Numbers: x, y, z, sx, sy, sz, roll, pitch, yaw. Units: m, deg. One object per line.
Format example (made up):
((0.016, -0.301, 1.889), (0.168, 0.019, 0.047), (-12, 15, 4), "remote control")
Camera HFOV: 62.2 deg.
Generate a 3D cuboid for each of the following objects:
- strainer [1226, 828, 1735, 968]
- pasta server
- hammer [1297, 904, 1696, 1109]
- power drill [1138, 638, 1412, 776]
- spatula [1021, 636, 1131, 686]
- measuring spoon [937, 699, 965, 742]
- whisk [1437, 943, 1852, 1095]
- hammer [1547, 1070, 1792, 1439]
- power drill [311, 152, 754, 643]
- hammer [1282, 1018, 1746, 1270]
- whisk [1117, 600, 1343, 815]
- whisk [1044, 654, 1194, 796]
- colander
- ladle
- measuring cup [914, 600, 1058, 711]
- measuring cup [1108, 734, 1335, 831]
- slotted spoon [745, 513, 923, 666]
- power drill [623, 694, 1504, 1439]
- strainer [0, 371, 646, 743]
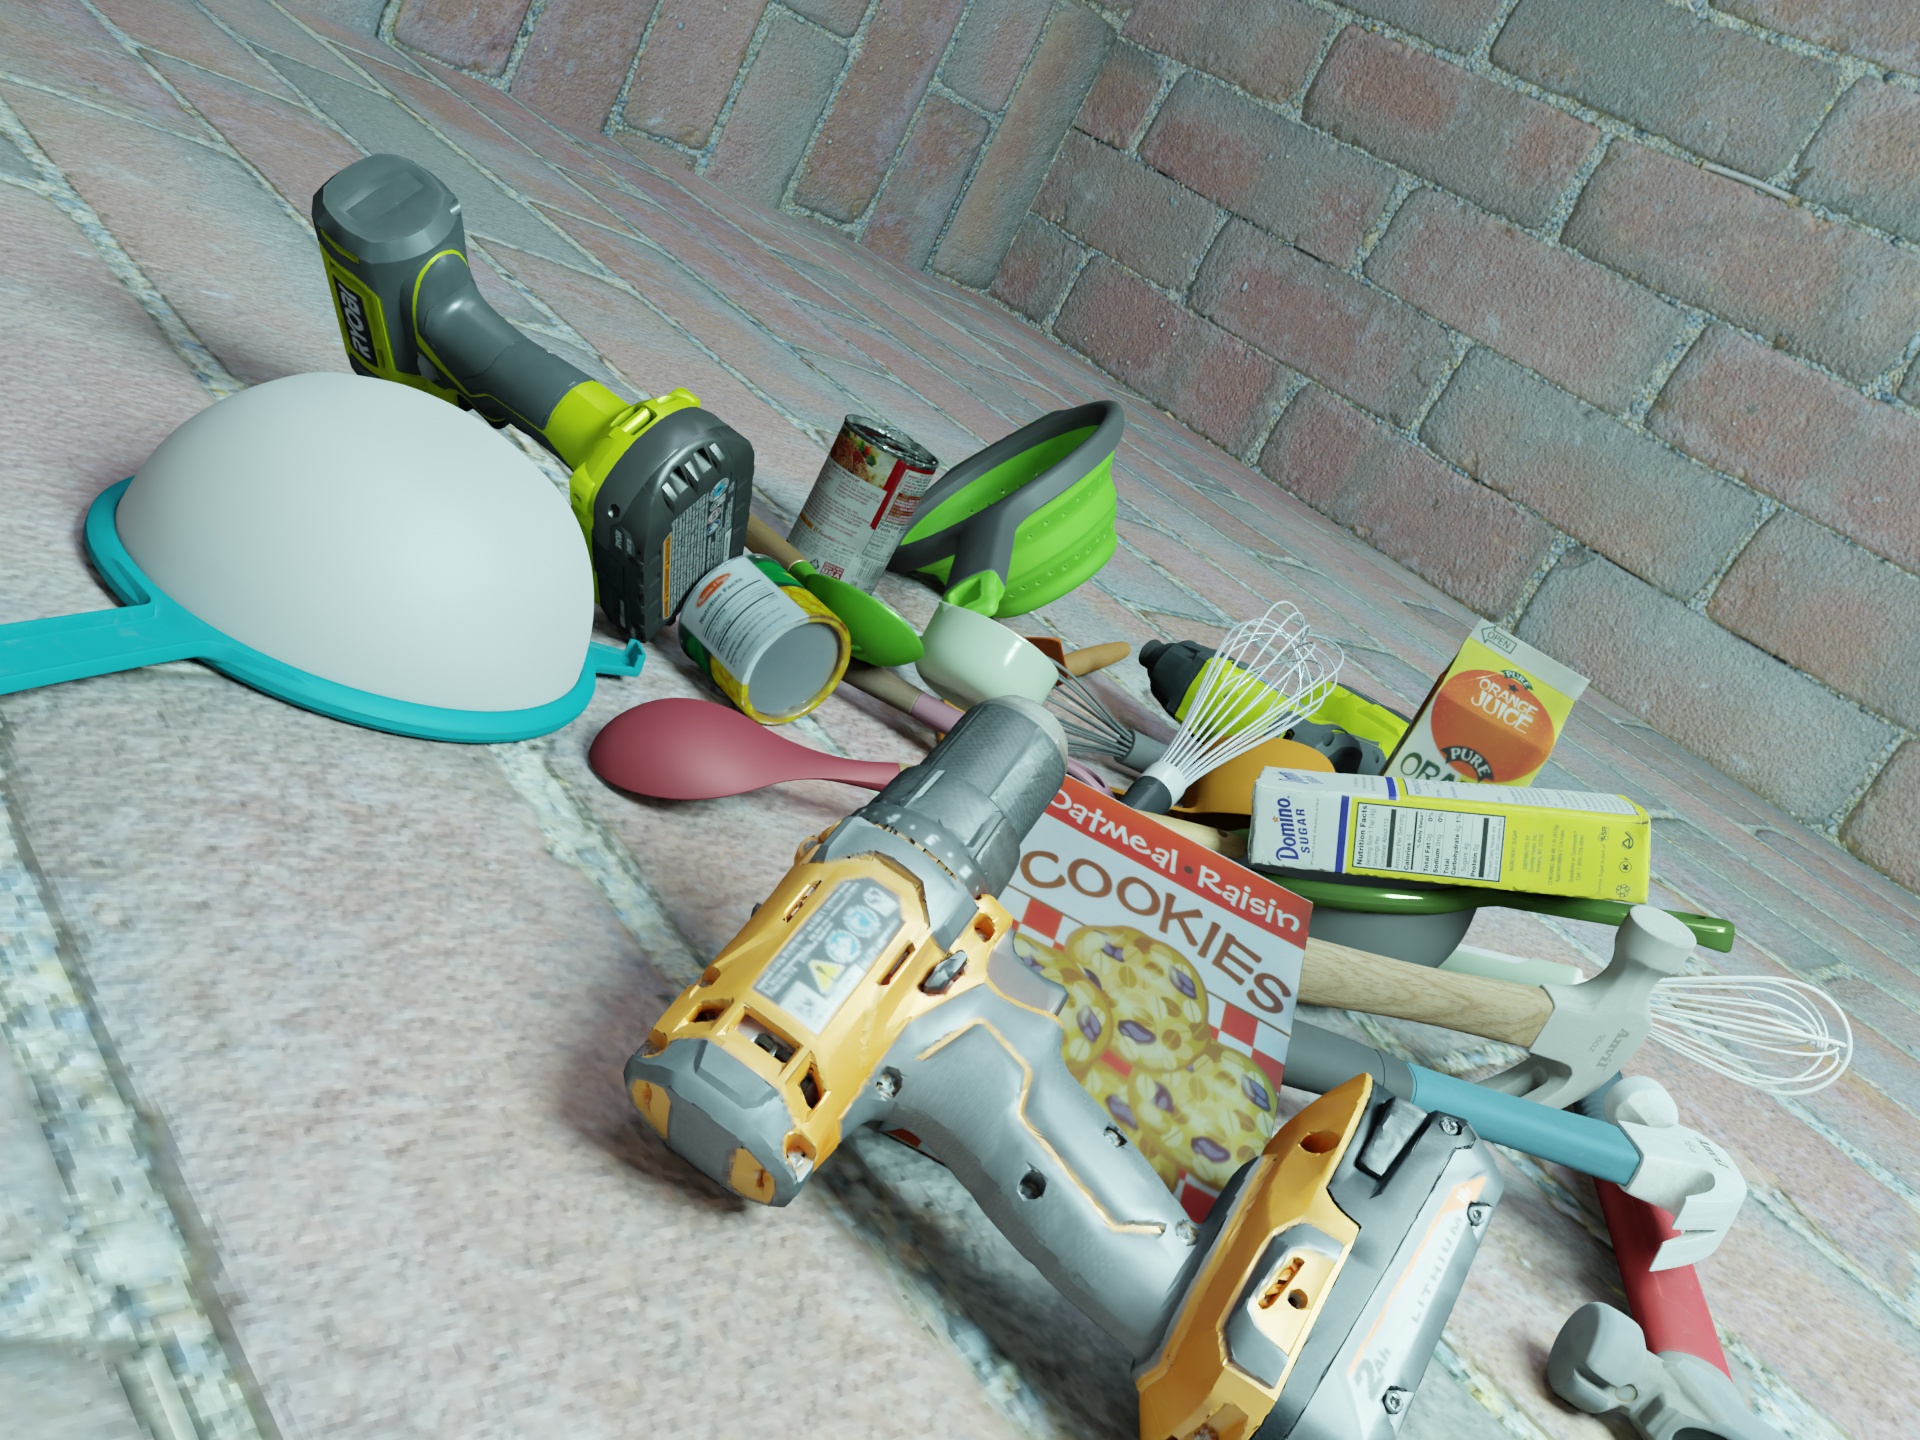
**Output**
((0.241, 0.108, 0.793), (0.256, 0.069, 0.151), (8, 8, 20), "strainer")
((-0.048, -0.015, 0.857), (0.316, 0.040, 0.060), (29, 27, 14), "pasta server")
((0.155, 0.114, 0.710), (0.331, 0.130, 0.031), (13, 27, -12), "hammer")
((0.232, 0.008, 1.091), (0.223, 0.080, 0.171), (16, 18, -48), "power drill")
((0.073, -0.046, 1.091), (0.081, 0.041, 0.322), (-2, 6, 20), "spatula")
((-0.001, -0.003, 0.915), (0.021, 0.011, 0.117), (25, 20, -10), "measuring spoon")
((0.337, 0.145, 0.849), (0.246, 0.059, 0.057), (11, 0, 27), "whisk")
((0.327, 0.228, 0.745), (0.143, 0.038, 0.386), (32, 18, 5), "hammer")
((-0.215, -0.145, 0.788), (0.228, 0.190, 0.080), (39, 63, 9), "power drill")
((0.170, 0.148, 0.662), (0.331, 0.033, 0.128), (18, 15, -6), "hammer")
((0.119, 0.018, 0.833), (0.070, 0.070, 0.284), (35, 46, 17), "whisk")
((0.104, 0.014, 0.974), (0.238, 0.055, 0.055), (25, 18, -25), "whisk")
((0.039, -0.107, 1.076), (0.094, 0.204, 0.397), (58, 16, -18), "colander")
((-0.006, 0.033, 0.713), (0.315, 0.031, 0.069), (12, 29, -22), "ladle")
((-0.012, -0.028, 0.893), (0.083, 0.038, 0.168), (36, -16, -26), "measuring cup")
((0.134, 0.031, 0.921), (0.173, 0.052, 0.095), (14, -15, -7), "measuring cup")
((-0.099, -0.090, 0.922), (0.070, 0.031, 0.314), (44, -2, -31), "slotted spoon")
((0.042, 0.102, 0.480), (0.226, 0.084, 0.185), (33, 56, 11), "power drill")
((-0.254, -0.073, 0.602), (0.211, 0.095, 0.340), (31, 17, 7), "strainer")
